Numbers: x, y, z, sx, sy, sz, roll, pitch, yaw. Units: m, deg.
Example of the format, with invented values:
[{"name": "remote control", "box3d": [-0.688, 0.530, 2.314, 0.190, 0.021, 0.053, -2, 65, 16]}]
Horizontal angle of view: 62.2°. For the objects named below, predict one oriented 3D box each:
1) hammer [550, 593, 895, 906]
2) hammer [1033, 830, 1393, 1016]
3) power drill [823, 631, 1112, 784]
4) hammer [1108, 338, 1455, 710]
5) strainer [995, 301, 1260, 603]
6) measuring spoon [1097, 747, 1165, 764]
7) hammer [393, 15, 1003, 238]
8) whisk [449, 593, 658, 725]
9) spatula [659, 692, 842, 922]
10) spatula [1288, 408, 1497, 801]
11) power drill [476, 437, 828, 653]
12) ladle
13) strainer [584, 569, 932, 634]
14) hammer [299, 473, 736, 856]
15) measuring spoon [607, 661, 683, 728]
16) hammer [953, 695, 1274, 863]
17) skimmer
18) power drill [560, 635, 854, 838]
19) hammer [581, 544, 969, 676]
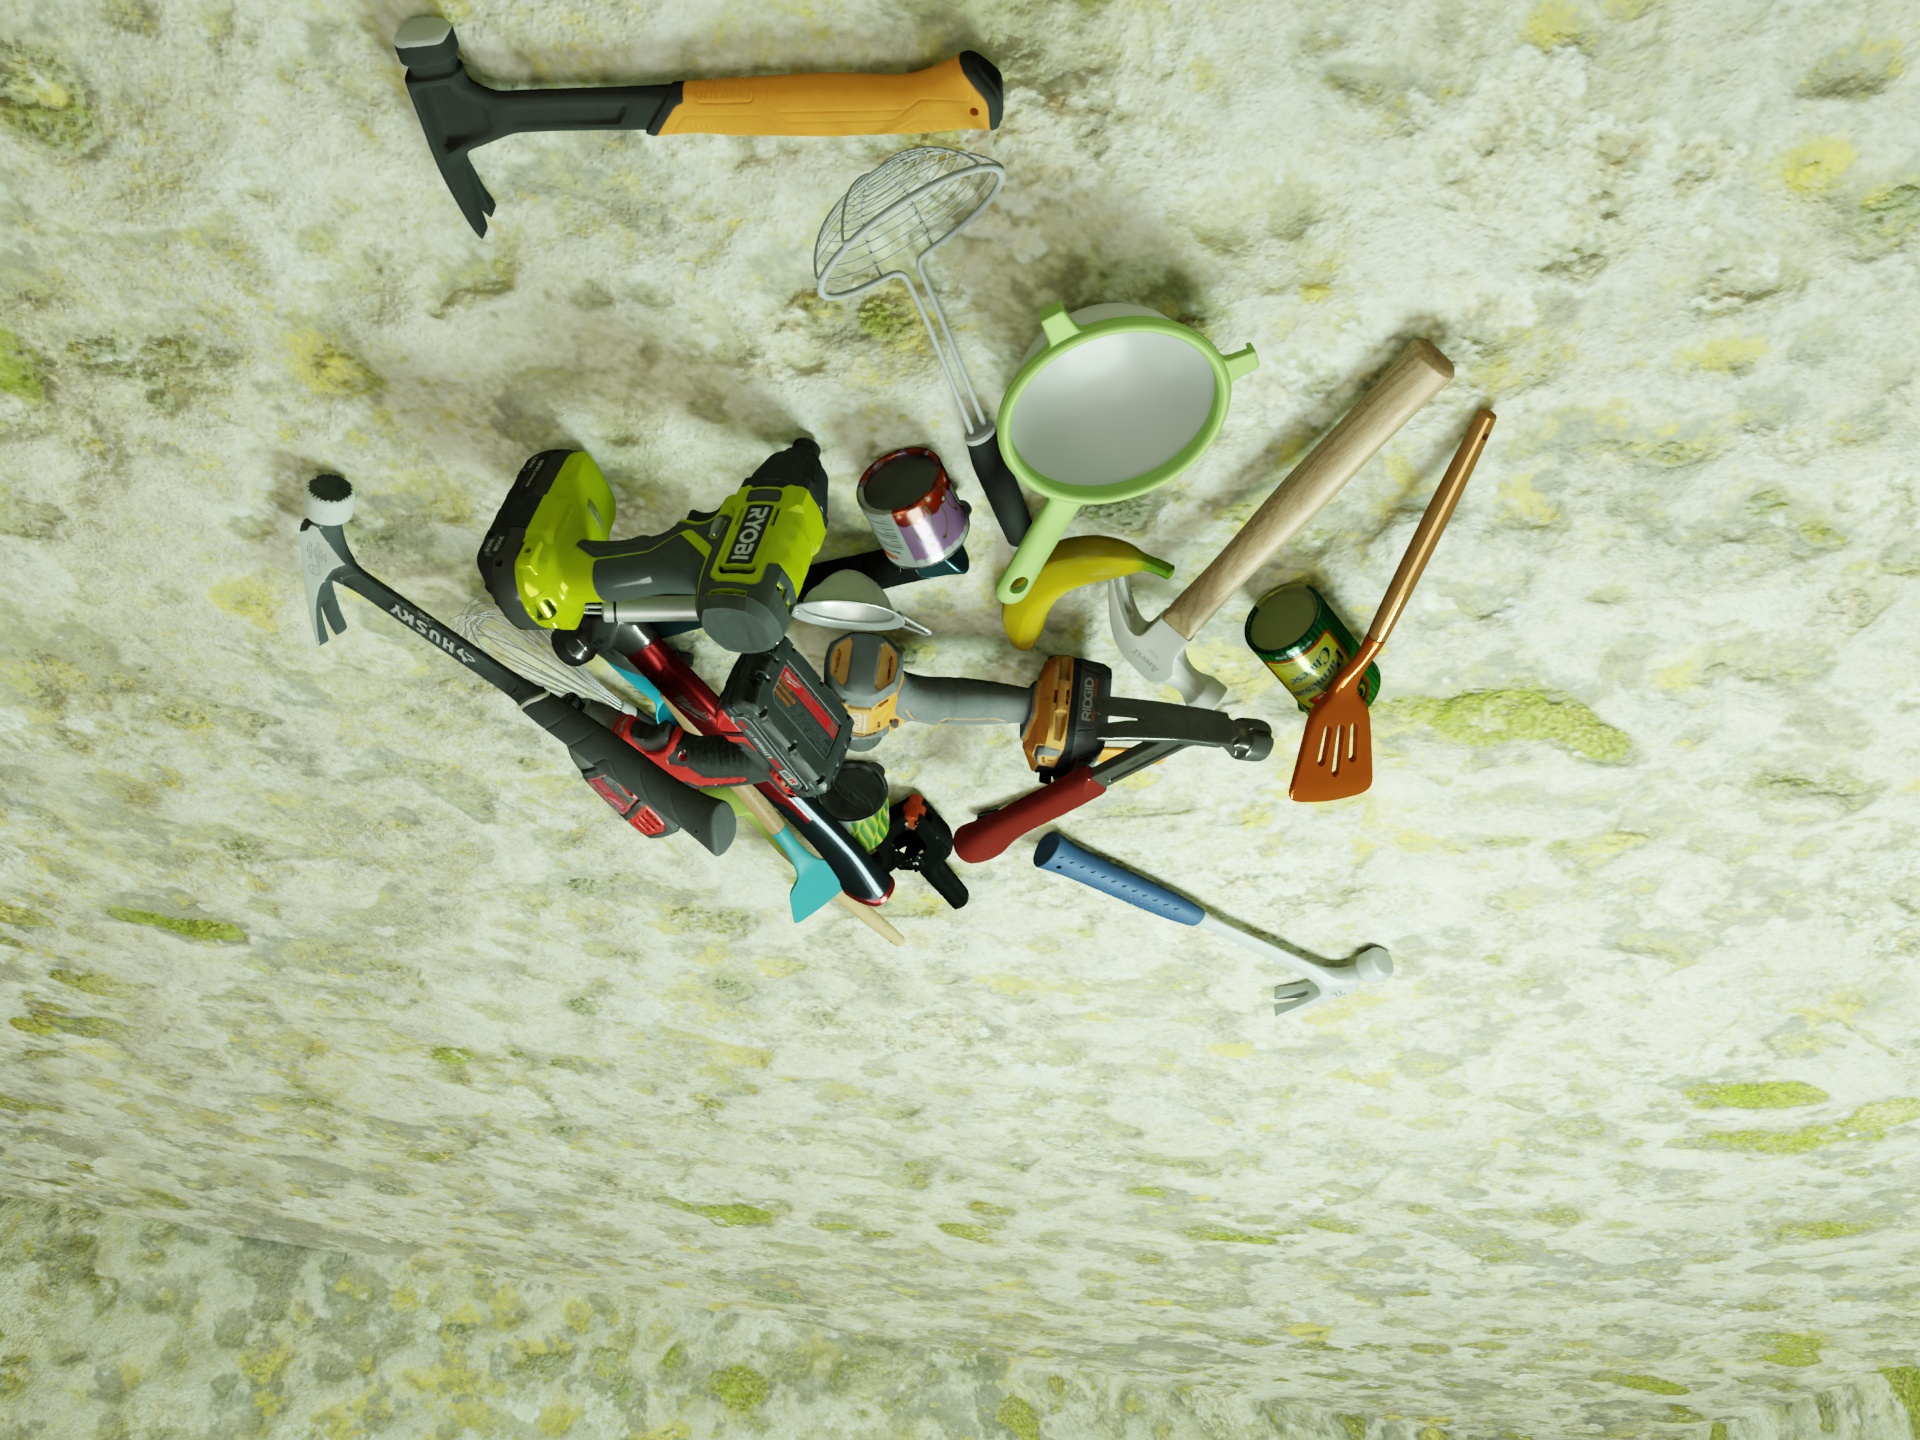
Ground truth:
[{"name": "hammer", "box3d": [-0.159, 0.029, 1.322, 0.143, 0.038, 0.385, -20, 130, 27]}, {"name": "hammer", "box3d": [0.241, 0.205, 1.597, 0.405, 0.035, 0.144, 26, 139, -25]}, {"name": "power drill", "box3d": [-0.002, -0.004, 1.300, 0.226, 0.084, 0.185, 8, 161, -2]}, {"name": "hammer", "box3d": [0.217, -0.139, 1.113, 0.130, 0.031, 0.331, 40, 131, -1]}, {"name": "strainer", "box3d": [0.074, -0.183, 1.056, 0.151, 0.069, 0.256, 5, 141, -22]}, {"name": "measuring spoon", "box3d": [0.122, 0.034, 1.402, 0.117, 0.011, 0.021, 3, 144, 4]}, {"name": "hammer", "box3d": [-0.143, -0.343, 0.910, 0.337, 0.034, 0.127, 0, 143, 7]}, {"name": "whisk", "box3d": [-0.312, -0.021, 1.353, 0.070, 0.070, 0.284, -21, 141, 31]}, {"name": "spatula", "box3d": [-0.183, 0.076, 1.427, 0.082, 0.044, 0.317, -38, 128, -7]}, {"name": "spatula", "box3d": [0.314, -0.074, 1.140, 0.081, 0.041, 0.322, -5, 132, -27]}, {"name": "power drill", "box3d": [-0.205, -0.130, 1.110, 0.223, 0.171, 0.080, 3, 144, 19]}, {"name": "ladle", "box3d": [-0.160, 0.146, 1.534, 0.078, 0.062, 0.319, 8, 151, 48]}, {"name": "strainer", "box3d": [-0.150, -0.085, 1.169, 0.258, 0.050, 0.087, -1, 170, -8]}, {"name": "hammer", "box3d": [-0.340, -0.022, 1.204, 0.409, 0.036, 0.149, 34, 132, 8]}, {"name": "measuring spoon", "box3d": [-0.269, -0.037, 1.359, 0.042, 0.021, 0.128, -38, 122, 8]}, {"name": "hammer", "box3d": [0.080, 0.055, 1.258, 0.149, 0.037, 0.359, 7, 160, -27]}, {"name": "skimmer", "box3d": [0.008, -0.211, 1.020, 0.127, 0.090, 0.362, -32, 141, -4]}, {"name": "power drill", "box3d": [-0.205, 0.014, 1.225, 0.220, 0.079, 0.143, -15, 128, 32]}, {"name": "hammer", "box3d": [-0.152, -0.098, 1.243, 0.331, 0.033, 0.128, -11, 140, 21]}]
